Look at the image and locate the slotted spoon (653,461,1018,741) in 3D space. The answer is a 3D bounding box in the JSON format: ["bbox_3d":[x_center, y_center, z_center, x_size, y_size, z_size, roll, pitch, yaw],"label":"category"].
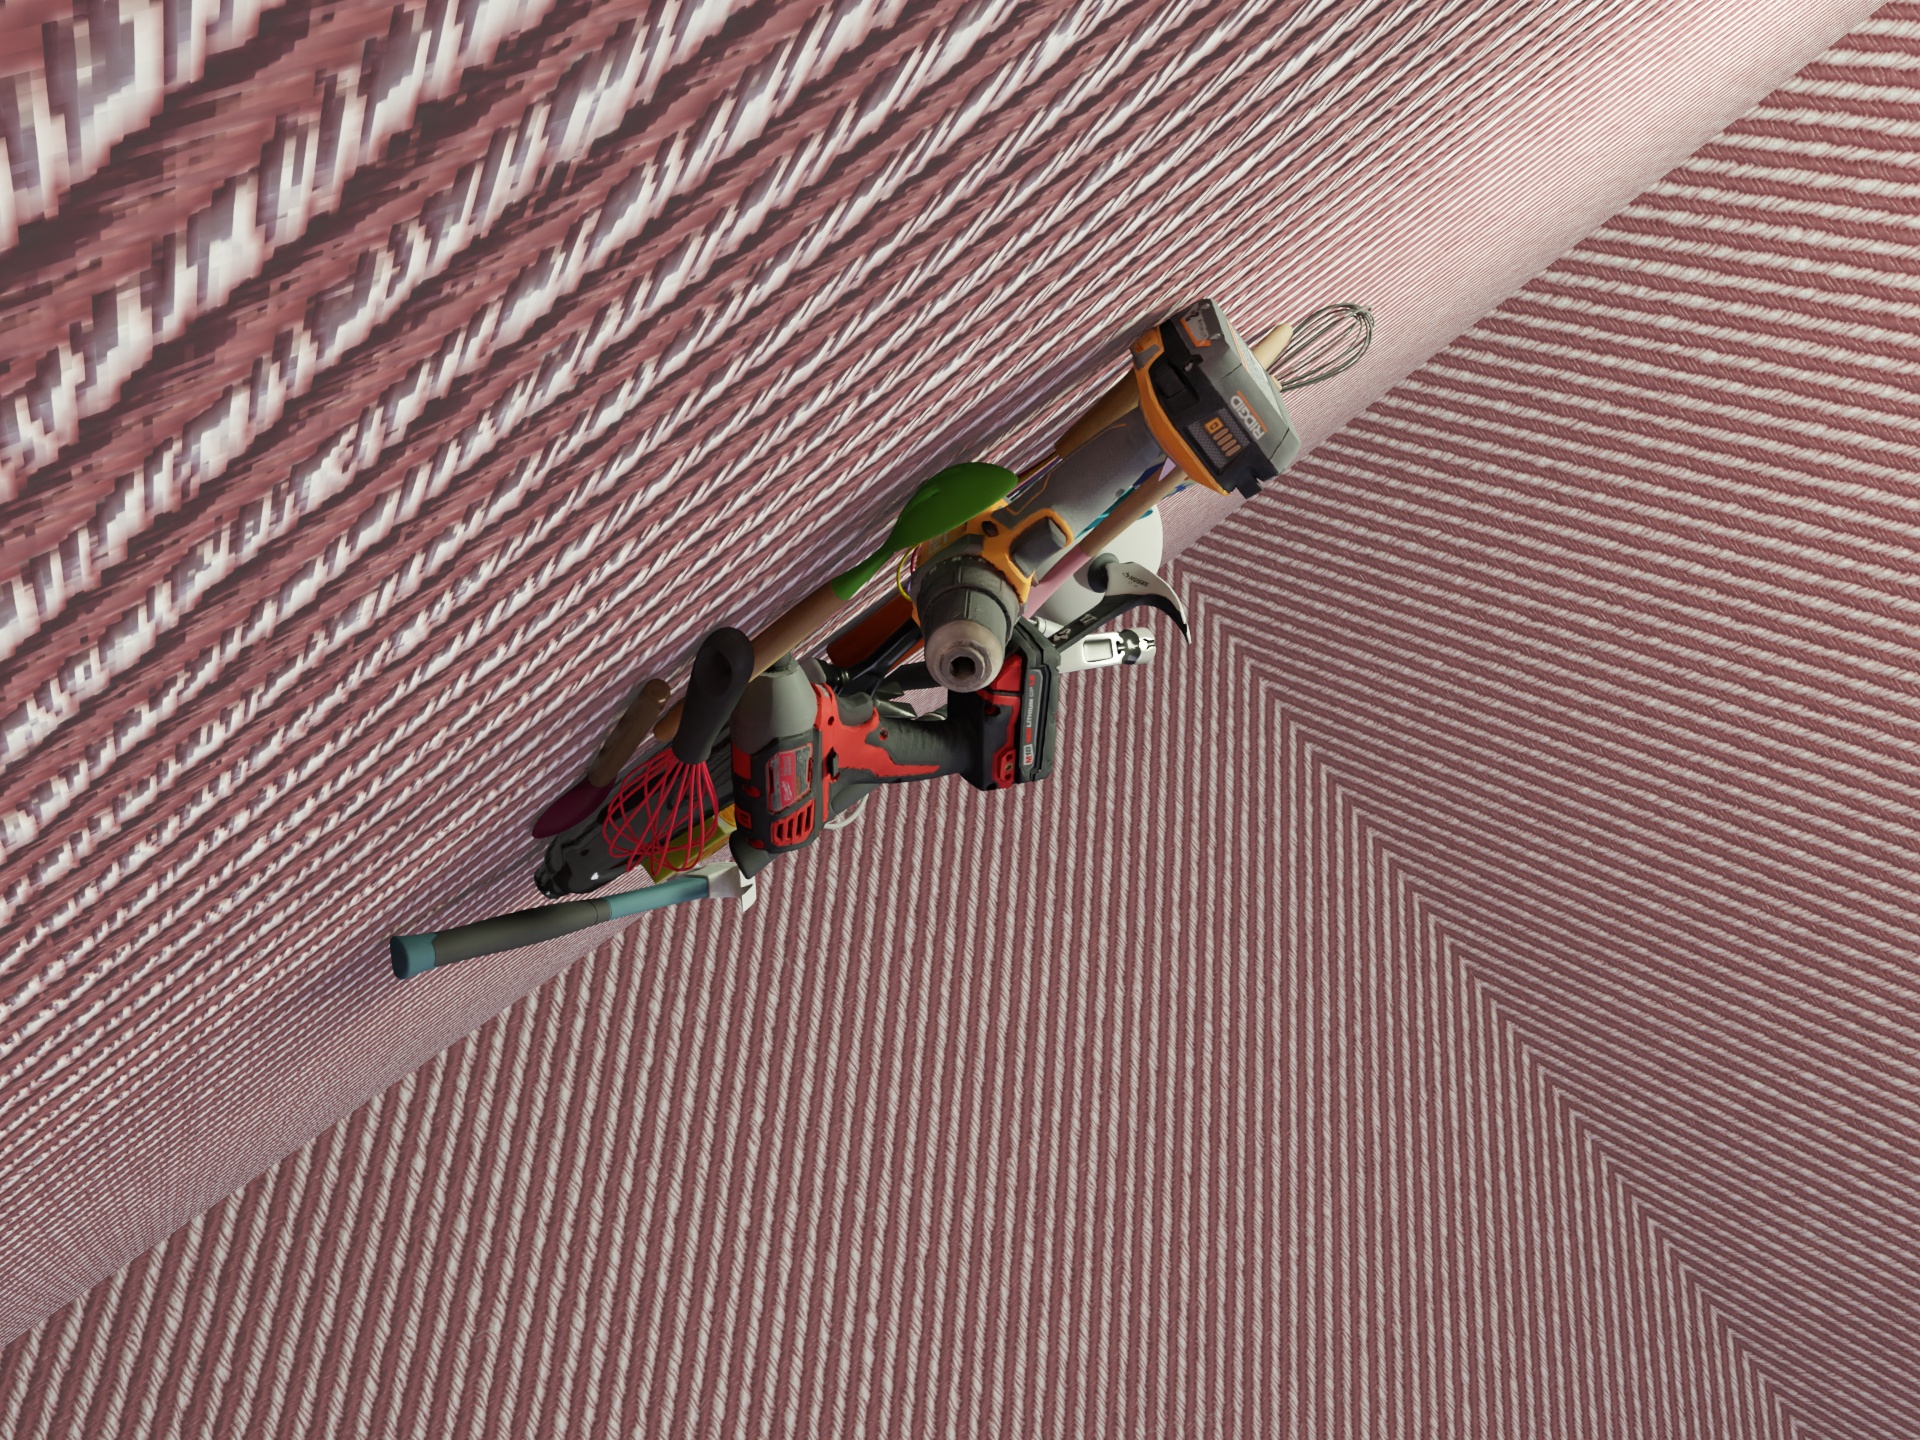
[{"bbox_3d":[-0.086,-0.062,0.917,0.313,0.031,0.070,-34,-165,36],"label":"slotted spoon"}]

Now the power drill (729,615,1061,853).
[{"bbox_3d":[-0.048,-0.003,1.053,0.219,0.143,0.079,-14,-147,-24],"label":"power drill"}]

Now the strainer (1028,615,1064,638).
[{"bbox_3d":[0.063,-0.090,1.468,0.087,0.050,0.258,-24,153,38],"label":"strainer"}]

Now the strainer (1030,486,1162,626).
[{"bbox_3d":[0.140,-0.149,1.504,0.211,0.095,0.340,-34,-178,-14],"label":"strainer"}]

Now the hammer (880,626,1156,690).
[{"bbox_3d":[0.013,-0.048,1.458,0.146,0.035,0.335,-8,-178,-36],"label":"hammer"}]

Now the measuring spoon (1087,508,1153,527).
[{"bbox_3d":[0.110,-0.173,1.319,0.128,0.021,0.042,-12,161,-38],"label":"measuring spoon"}]

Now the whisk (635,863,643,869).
[{"bbox_3d":[-0.216,0.060,1.459,0.246,0.058,0.059,-39,156,-40],"label":"whisk"}]

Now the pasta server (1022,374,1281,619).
[{"bbox_3d":[0.107,-0.149,1.175,0.316,0.040,0.060,-40,175,26],"label":"pasta server"}]

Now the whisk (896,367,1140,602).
[{"bbox_3d":[0.047,-0.149,0.975,0.245,0.047,0.051,-41,-171,27],"label":"whisk"}]

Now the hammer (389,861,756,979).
[{"bbox_3d":[-0.291,0.149,1.227,0.128,0.033,0.331,-2,-176,39],"label":"hammer"}]

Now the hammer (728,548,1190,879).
[{"bbox_3d":[-0.002,-0.004,1.213,0.409,0.036,0.149,-34,-145,-18],"label":"hammer"}]

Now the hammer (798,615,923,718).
[{"bbox_3d":[0.031,-0.113,1.089,0.337,0.034,0.127,-41,155,24],"label":"hammer"}]

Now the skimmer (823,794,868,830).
[{"bbox_3d":[-0.012,-0.061,1.283,0.363,0.127,0.090,-41,-146,-12],"label":"skimmer"}]

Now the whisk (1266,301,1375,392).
[{"bbox_3d":[0.235,-0.268,1.309,0.239,0.055,0.055,-31,180,19],"label":"whisk"}]

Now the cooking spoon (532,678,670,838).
[{"bbox_3d":[-0.217,0.028,0.976,0.069,0.017,0.319,-36,179,-27],"label":"cooking spoon"}]

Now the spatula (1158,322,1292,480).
[{"bbox_3d":[0.187,-0.230,1.078,0.316,0.018,0.059,-48,163,-56],"label":"spatula"}]

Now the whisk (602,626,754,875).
[{"bbox_3d":[-0.166,0.024,0.958,0.073,0.073,0.295,-34,169,-32],"label":"whisk"}]

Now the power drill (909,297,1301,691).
[{"bbox_3d":[0.066,-0.113,0.851,0.226,0.084,0.185,-34,-158,20],"label":"power drill"}]
